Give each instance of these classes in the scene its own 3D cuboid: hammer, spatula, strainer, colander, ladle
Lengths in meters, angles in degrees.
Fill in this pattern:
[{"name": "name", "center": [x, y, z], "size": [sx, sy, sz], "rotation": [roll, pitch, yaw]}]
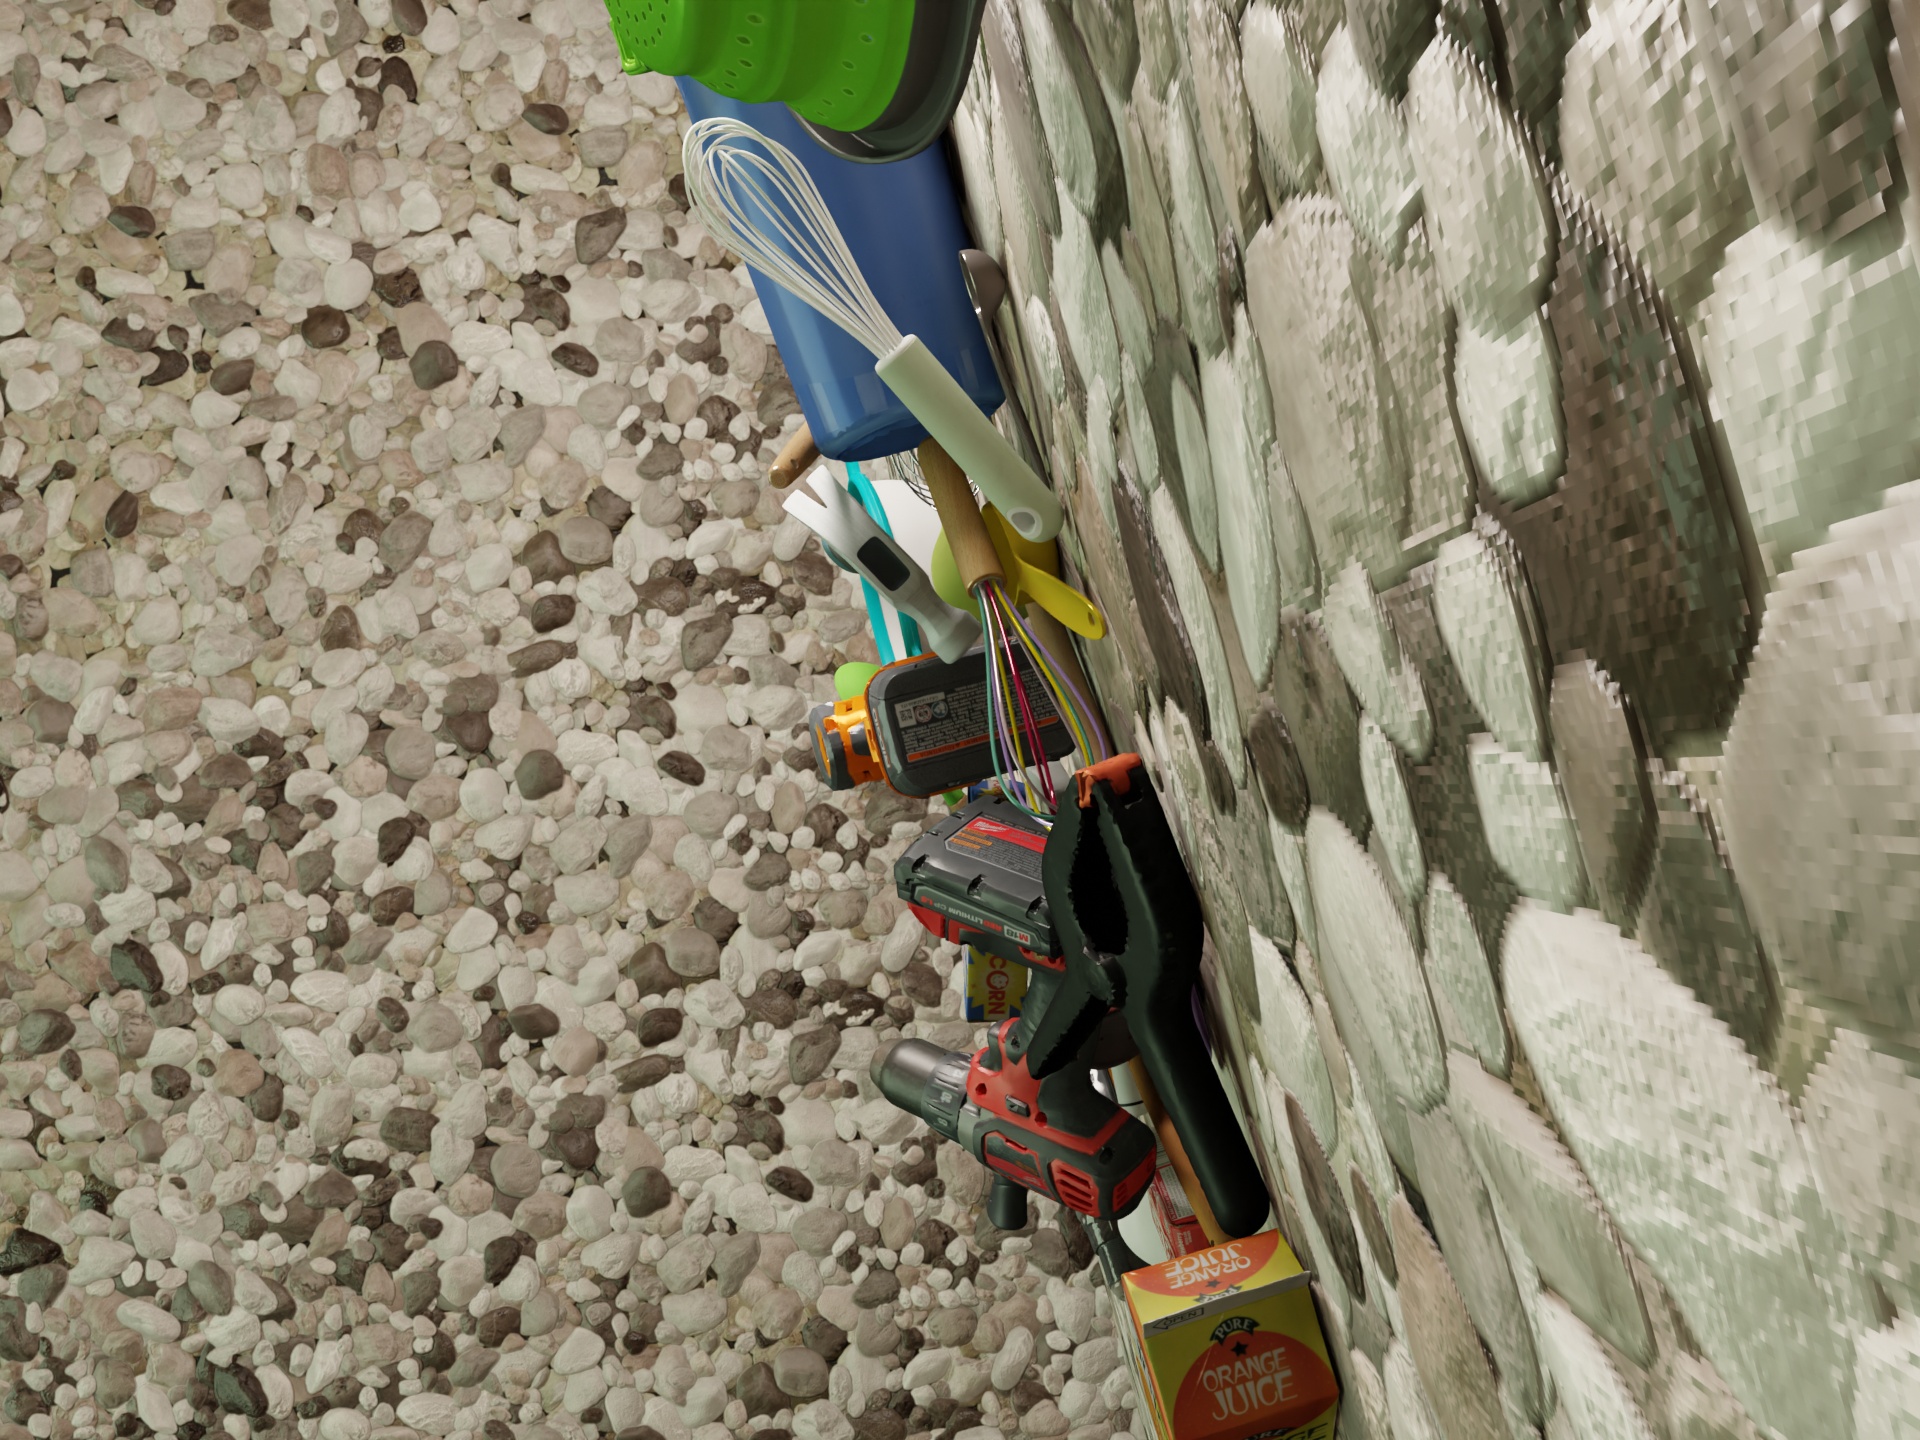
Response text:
[{"name": "hammer", "center": [-0.062, -0.106, 1.027], "size": [0.128, 0.033, 0.331], "rotation": [45, 180, -12]}, {"name": "spatula", "center": [0.073, 0.028, 0.802], "size": [0.059, 0.018, 0.316], "rotation": [80, 173, -56]}, {"name": "strainer", "center": [0.117, 0.271, 1.079], "size": [0.087, 0.050, 0.258], "rotation": [14, -116, -77]}, {"name": "colander", "center": [-0.117, -0.311, 0.646], "size": [0.397, 0.094, 0.204], "rotation": [19, 128, 62]}, {"name": "ladle", "center": [0.002, -0.176, 1.097], "size": [0.321, 0.062, 0.078], "rotation": [-97, -6, -47]}, {"name": "strainer", "center": [-0.036, -0.162, 1.278], "size": [0.211, 0.095, 0.340], "rotation": [106, 150, -75]}, {"name": "hammer", "center": [0.049, 0.208, 1.091], "size": [0.149, 0.036, 0.408], "rotation": [-108, 19, -52]}, {"name": "spatula", "center": [-0.072, -0.193, 0.969], "size": [0.082, 0.044, 0.318], "rotation": [53, -155, -16]}, {"name": "spatula", "center": [0.106, 0.221, 0.962], "size": [0.323, 0.041, 0.081], "rotation": [-114, 24, -68]}]

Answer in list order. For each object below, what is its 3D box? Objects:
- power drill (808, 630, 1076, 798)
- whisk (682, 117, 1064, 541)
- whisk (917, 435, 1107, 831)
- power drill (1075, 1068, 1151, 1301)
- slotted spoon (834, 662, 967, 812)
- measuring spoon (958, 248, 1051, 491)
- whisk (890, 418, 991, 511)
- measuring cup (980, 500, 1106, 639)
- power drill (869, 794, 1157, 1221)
[{"name": "power drill", "center": [-0.002, -0.003, 1.030], "size": [0.226, 0.164, 0.084], "rotation": [169, 86, -75]}, {"name": "whisk", "center": [-0.035, -0.175, 0.730], "size": [0.246, 0.058, 0.059], "rotation": [47, -130, -17]}, {"name": "whisk", "center": [0.017, -0.047, 0.793], "size": [0.047, 0.051, 0.245], "rotation": [83, 169, -59]}, {"name": "power drill", "center": [0.117, 0.394, 1.396], "size": [0.226, 0.084, 0.186], "rotation": [71, -179, -52]}, {"name": "slotted spoon", "center": [0.013, 0.077, 1.193], "size": [0.313, 0.031, 0.070], "rotation": [52, -151, -17]}, {"name": "measuring spoon", "center": [0.027, -0.169, 0.768], "size": [0.034, 0.018, 0.124], "rotation": [-111, 0, -72]}, {"name": "whisk", "center": [-0.028, -0.267, 0.974], "size": [0.070, 0.070, 0.284], "rotation": [-157, 57, -87]}, {"name": "measuring cup", "center": [0.049, -0.072, 0.794], "size": [0.157, 0.029, 0.062], "rotation": [-134, 30, -61]}, {"name": "power drill", "center": [0.019, 0.160, 0.892], "size": [0.188, 0.080, 0.226], "rotation": [16, 124, 35]}]
